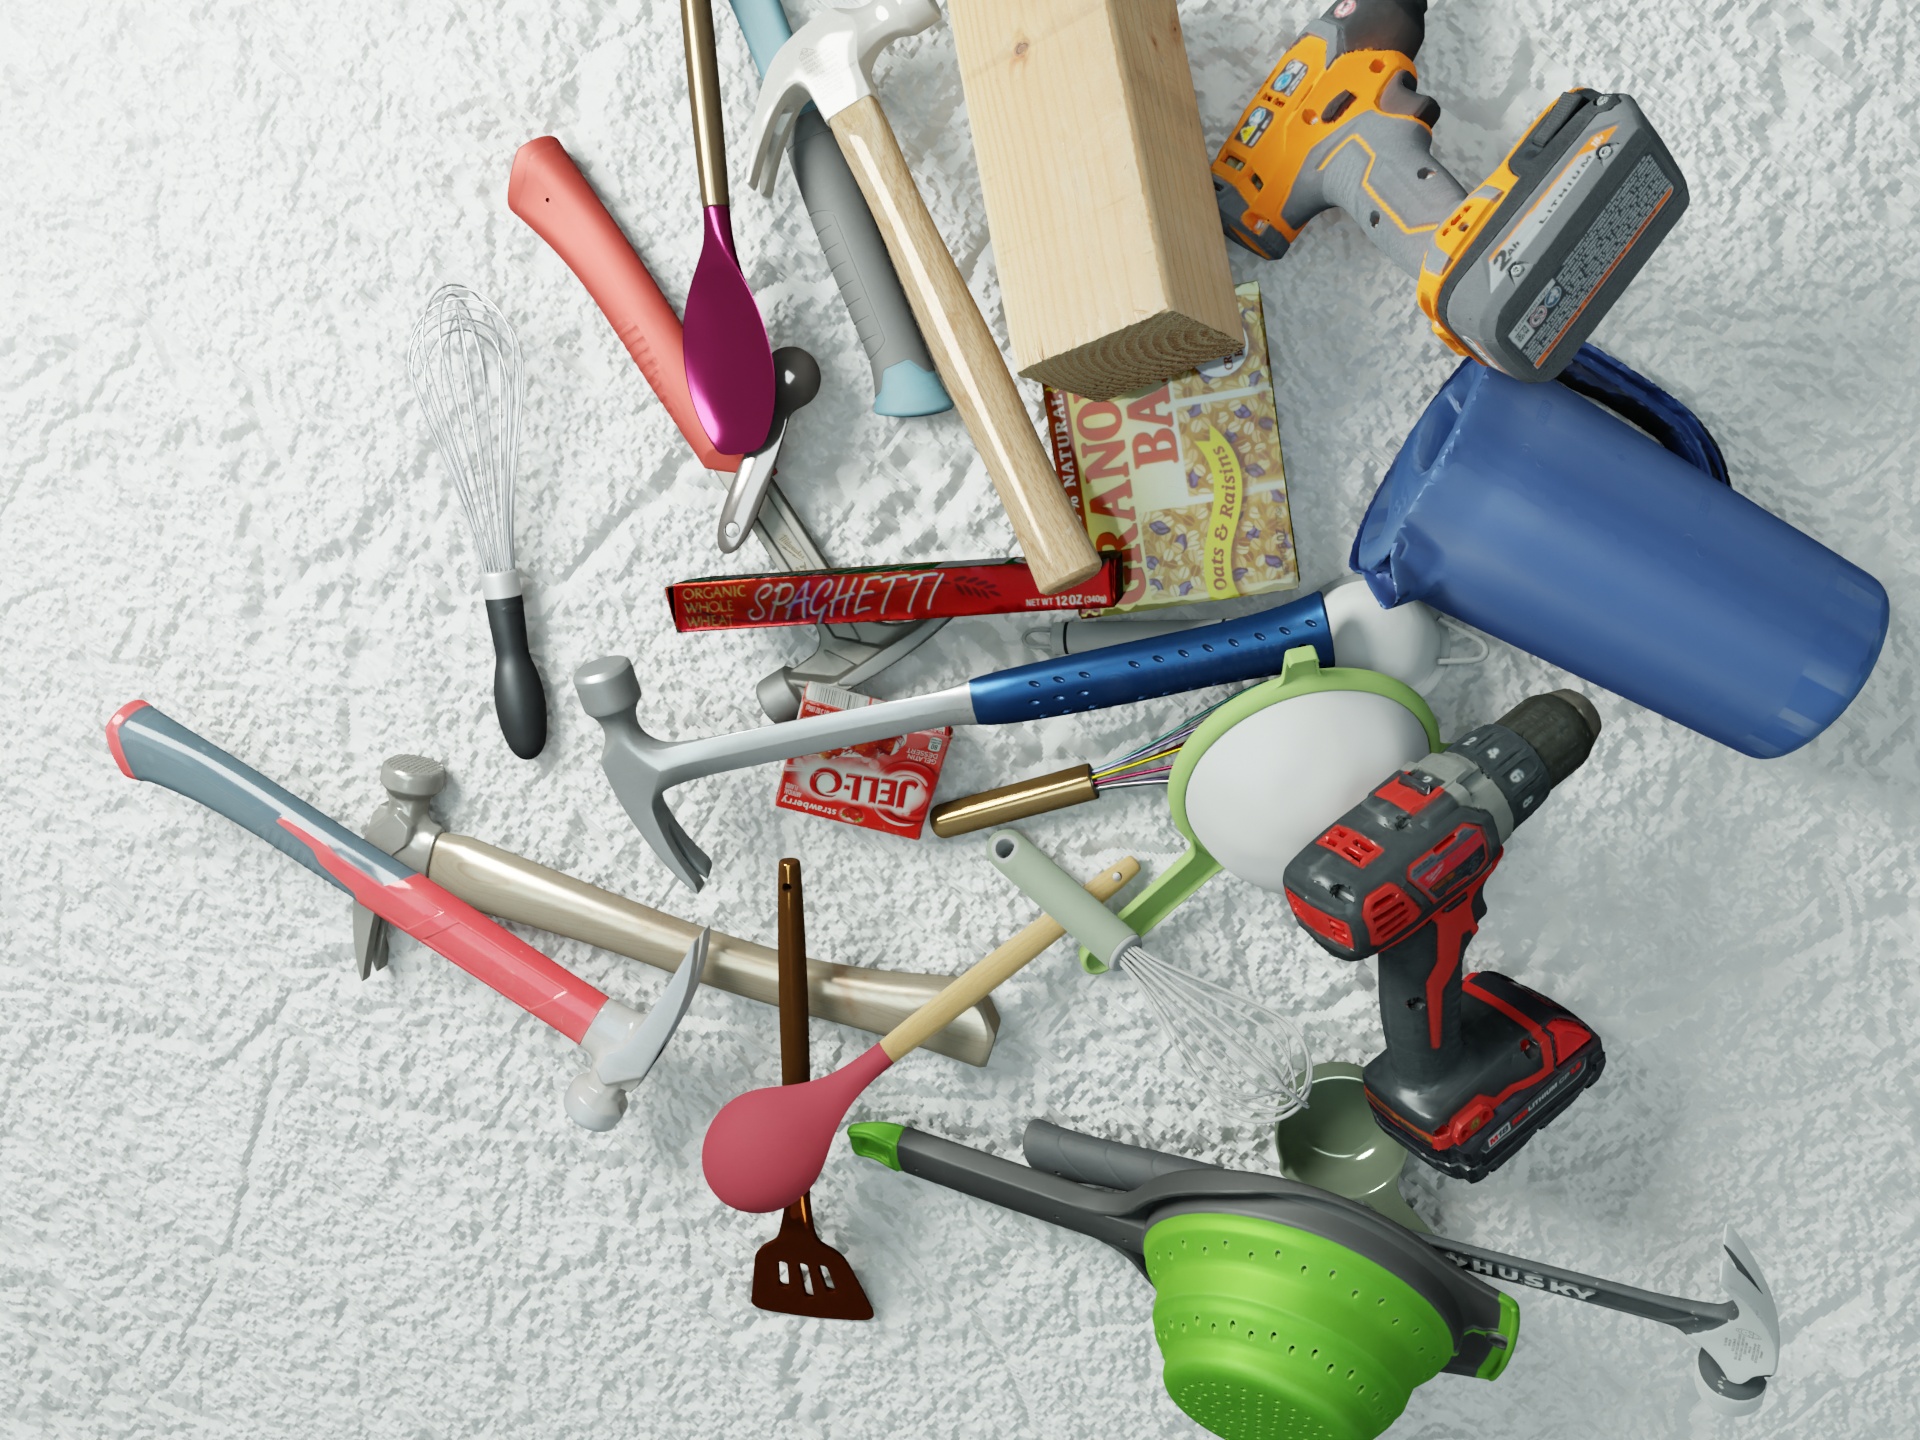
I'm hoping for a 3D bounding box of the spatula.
[{"bbox_3d":[-0.097,0.234,0.965,0.081,0.041,0.322,2,105,9],"label":"spatula"}]

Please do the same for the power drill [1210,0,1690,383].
[{"bbox_3d":[0.230,-0.277,0.771,0.164,0.084,0.227,-55,47,13],"label":"power drill"}]

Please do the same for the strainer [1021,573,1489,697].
[{"bbox_3d":[0.159,-0.047,0.884,0.258,0.050,0.087,0,64,17],"label":"strainer"}]

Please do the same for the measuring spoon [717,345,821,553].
[{"bbox_3d":[-0.113,-0.150,0.893,0.034,0.018,0.124,24,104,4],"label":"measuring spoon"}]

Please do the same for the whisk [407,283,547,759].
[{"bbox_3d":[-0.279,-0.113,0.945,0.070,0.070,0.284,-3,104,10],"label":"whisk"}]

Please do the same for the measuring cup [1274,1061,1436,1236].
[{"bbox_3d":[0.248,0.272,0.931,0.083,0.038,0.167,-35,95,13],"label":"measuring cup"}]

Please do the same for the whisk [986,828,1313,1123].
[{"bbox_3d":[0.097,0.133,0.874,0.058,0.059,0.247,-50,53,0],"label":"whisk"}]

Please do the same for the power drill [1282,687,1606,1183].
[{"bbox_3d":[0.270,0.107,0.826,0.188,0.080,0.226,-34,123,-16],"label":"power drill"}]

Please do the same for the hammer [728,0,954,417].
[{"bbox_3d":[-0.084,-0.322,0.889,0.128,0.033,0.331,-21,96,13],"label":"hammer"}]

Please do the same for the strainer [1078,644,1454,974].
[{"bbox_3d":[0.158,0.081,0.872,0.151,0.069,0.256,26,122,-31],"label":"strainer"}]

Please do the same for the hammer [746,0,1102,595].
[{"bbox_3d":[-0.012,-0.219,0.832,0.130,0.031,0.331,-26,83,17],"label":"hammer"}]

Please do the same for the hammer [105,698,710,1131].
[{"bbox_3d":[-0.338,0.089,0.959,0.386,0.038,0.143,32,104,2],"label":"hammer"}]

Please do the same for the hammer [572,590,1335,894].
[{"bbox_3d":[-0.001,-0.003,0.869,0.405,0.035,0.144,-11,113,11],"label":"hammer"}]

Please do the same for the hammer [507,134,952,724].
[{"bbox_3d":[-0.140,-0.181,0.920,0.149,0.037,0.359,-32,93,13],"label":"hammer"}]

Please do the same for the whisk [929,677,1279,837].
[{"bbox_3d":[0.096,0.027,0.912,0.245,0.047,0.051,-16,98,15],"label":"whisk"}]

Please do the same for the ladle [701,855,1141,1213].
[{"bbox_3d":[-0.021,0.179,0.928,0.315,0.031,0.069,-37,85,-3],"label":"ladle"}]

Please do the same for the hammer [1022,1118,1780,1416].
[{"bbox_3d":[0.225,0.280,0.875,0.409,0.036,0.149,8,140,25],"label":"hammer"}]

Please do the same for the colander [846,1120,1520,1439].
[{"bbox_3d":[0.101,0.324,0.899,0.397,0.094,0.204,13,140,20],"label":"colander"}]

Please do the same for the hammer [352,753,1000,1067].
[{"bbox_3d":[-0.178,0.147,0.982,0.410,0.038,0.146,16,103,6],"label":"hammer"}]

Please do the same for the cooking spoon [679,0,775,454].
[{"bbox_3d":[-0.135,-0.306,0.868,0.069,0.017,0.319,0,98,39],"label":"cooking spoon"}]
